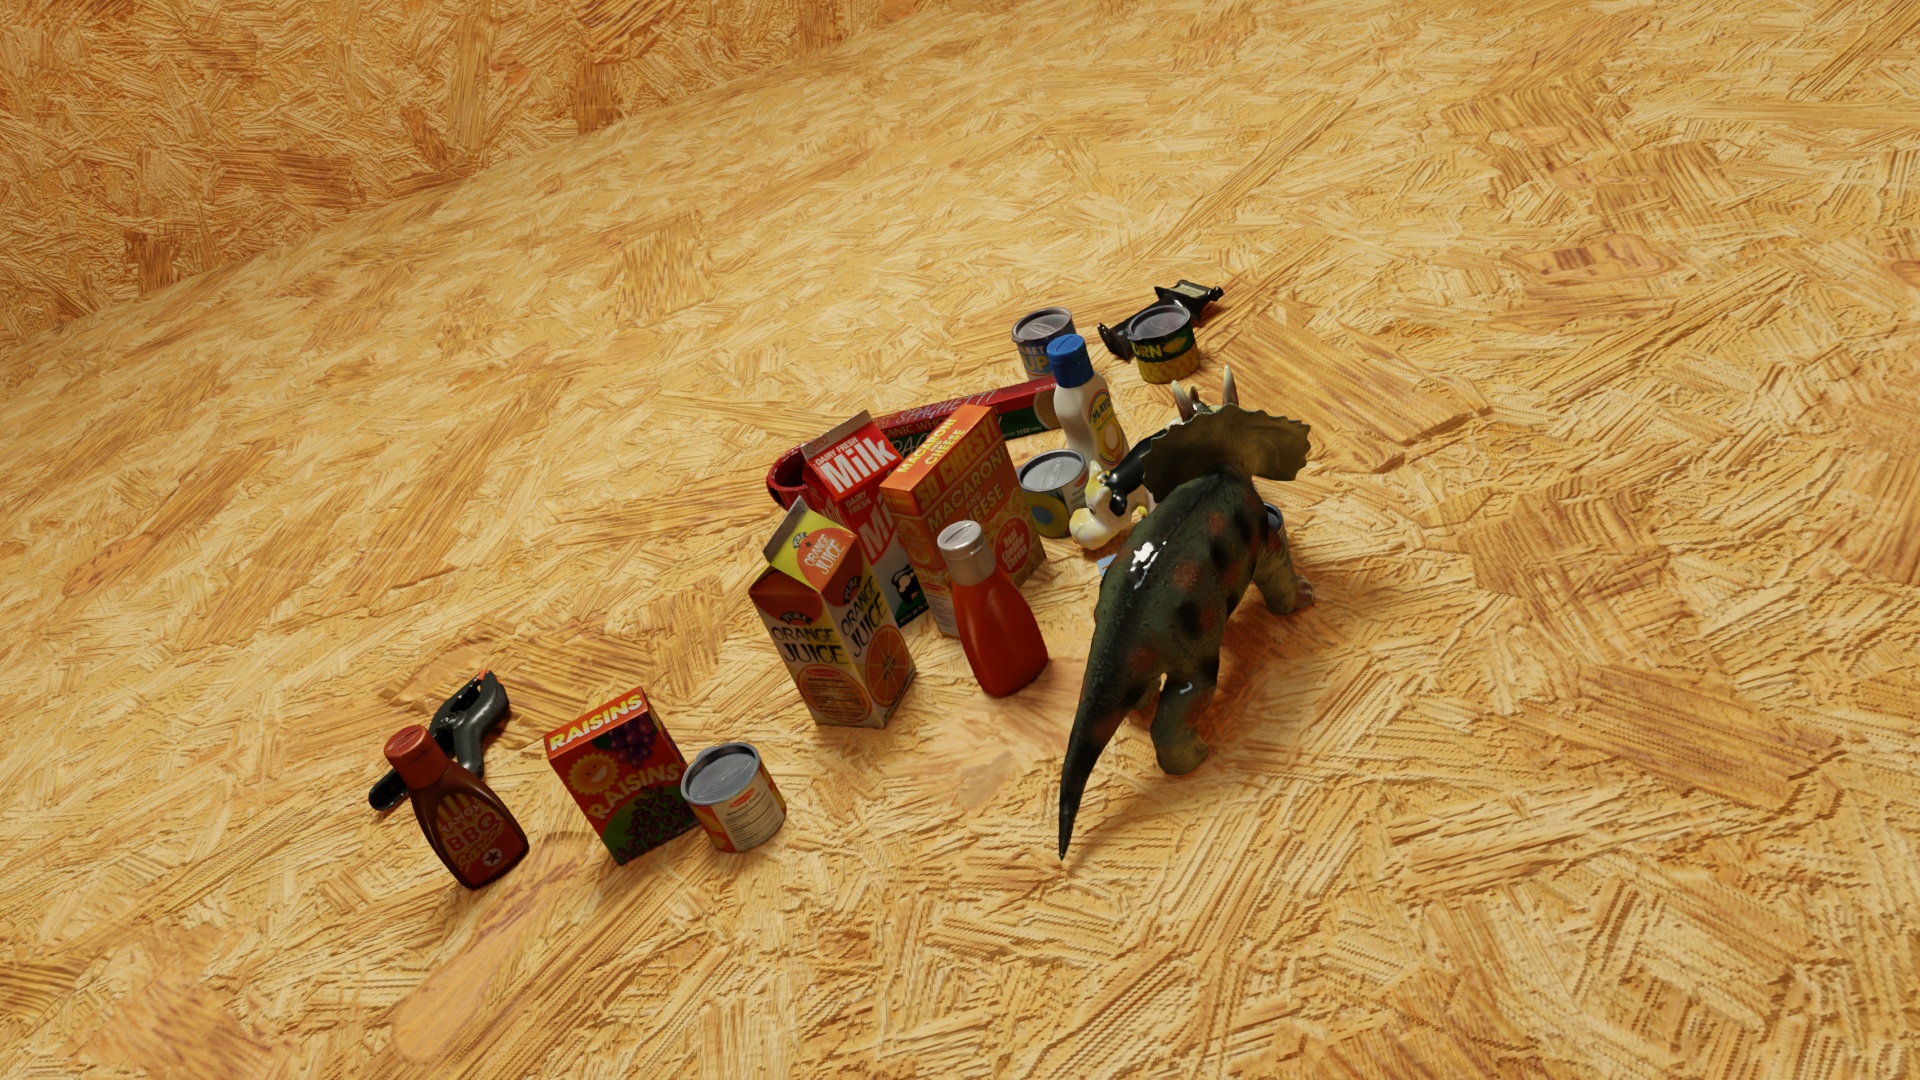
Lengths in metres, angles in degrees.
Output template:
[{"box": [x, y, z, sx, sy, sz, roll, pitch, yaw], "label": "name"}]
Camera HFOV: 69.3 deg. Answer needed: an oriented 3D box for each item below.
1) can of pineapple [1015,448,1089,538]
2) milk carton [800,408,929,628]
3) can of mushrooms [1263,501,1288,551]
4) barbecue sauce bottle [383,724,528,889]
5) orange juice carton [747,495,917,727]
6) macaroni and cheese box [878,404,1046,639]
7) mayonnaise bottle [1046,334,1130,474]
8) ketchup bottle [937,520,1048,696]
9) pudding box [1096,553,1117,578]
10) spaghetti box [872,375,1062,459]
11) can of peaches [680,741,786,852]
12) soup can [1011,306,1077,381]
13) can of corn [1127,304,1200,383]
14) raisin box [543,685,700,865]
[{"box": [0.090, -0.044, 1.295, 0.071, 0.057, 0.071, -15, 33, 10], "label": "can of pineapple"}, {"box": [-0.078, -0.023, 1.238, 0.072, 0.189, 0.073, -33, 34, -18], "label": "milk carton"}, {"box": [0.239, -0.001, 1.170, 0.071, 0.033, 0.071, -15, 33, 10], "label": "can of mushrooms"}, {"box": [-0.412, 0.213, 1.125, 0.065, 0.148, 0.044, -36, 35, -22], "label": "barbecue sauce bottle"}, {"box": [-0.110, 0.060, 1.134, 0.073, 0.191, 0.072, -1, 38, 29], "label": "orange juice carton"}, {"box": [0.004, -0.015, 1.202, 0.040, 0.165, 0.124, 10, 44, 39], "label": "macaroni and cheese box"}, {"box": [0.118, -0.122, 1.309, 0.041, 0.147, 0.065, 9, 44, 39], "label": "mayonnaise bottle"}, {"box": [0.023, 0.053, 1.110, 0.065, 0.148, 0.043, -37, 35, -22], "label": "ketchup bottle"}, {"box": [0.139, 0.052, 1.136, 0.030, 0.049, 0.084, -19, 33, 4], "label": "pudding box"}, {"box": [0.013, -0.126, 1.463, 0.250, 0.050, 0.029, -12, 34, 14], "label": "spaghetti box"}, {"box": [-0.178, 0.201, 1.093, 0.071, 0.057, 0.071, -15, 33, 10], "label": "can of peaches"}, {"box": [0.096, -0.196, 1.487, 0.071, 0.083, 0.072, -15, 33, 10], "label": "soup can"}, {"box": [0.212, -0.204, 1.456, 0.071, 0.058, 0.071, -15, 33, 10], "label": "can of corn"}, {"box": [-0.262, 0.187, 1.101, 0.086, 0.123, 0.040, -27, 33, -8], "label": "raisin box"}]
